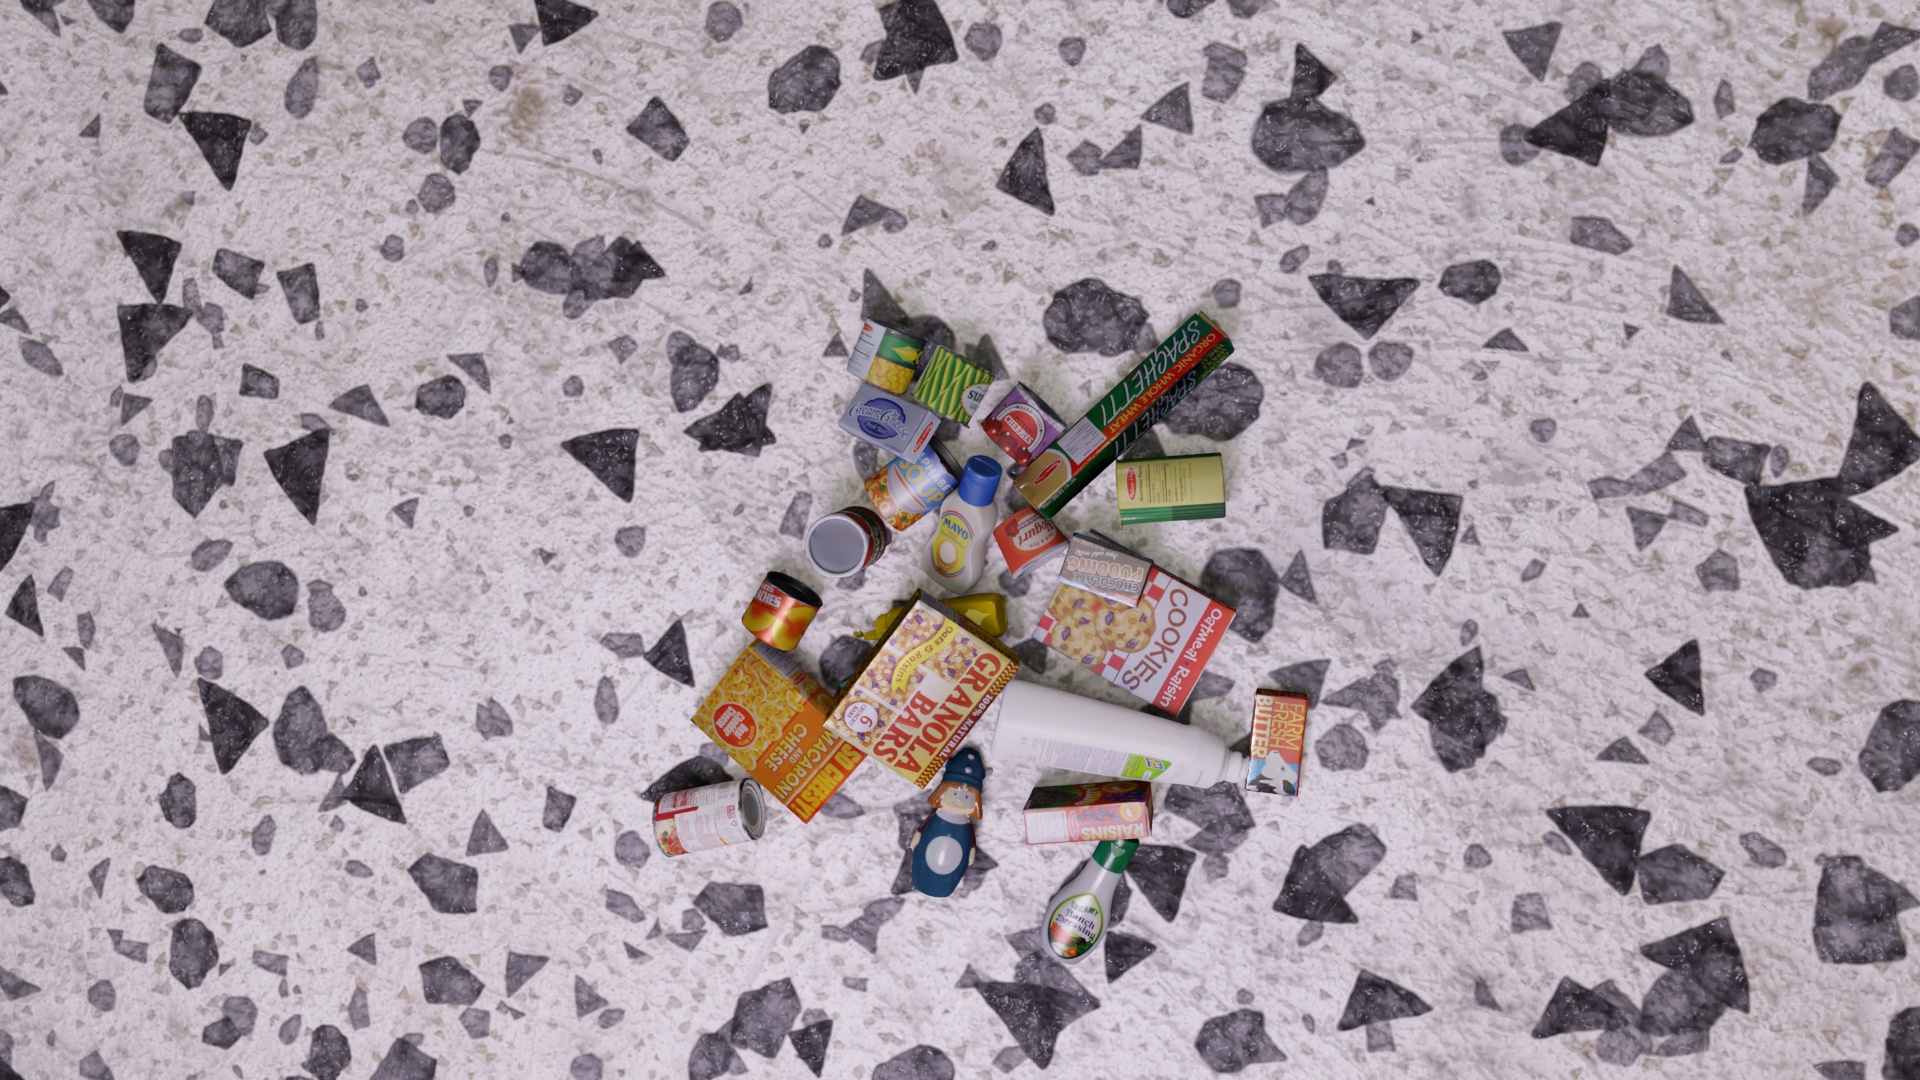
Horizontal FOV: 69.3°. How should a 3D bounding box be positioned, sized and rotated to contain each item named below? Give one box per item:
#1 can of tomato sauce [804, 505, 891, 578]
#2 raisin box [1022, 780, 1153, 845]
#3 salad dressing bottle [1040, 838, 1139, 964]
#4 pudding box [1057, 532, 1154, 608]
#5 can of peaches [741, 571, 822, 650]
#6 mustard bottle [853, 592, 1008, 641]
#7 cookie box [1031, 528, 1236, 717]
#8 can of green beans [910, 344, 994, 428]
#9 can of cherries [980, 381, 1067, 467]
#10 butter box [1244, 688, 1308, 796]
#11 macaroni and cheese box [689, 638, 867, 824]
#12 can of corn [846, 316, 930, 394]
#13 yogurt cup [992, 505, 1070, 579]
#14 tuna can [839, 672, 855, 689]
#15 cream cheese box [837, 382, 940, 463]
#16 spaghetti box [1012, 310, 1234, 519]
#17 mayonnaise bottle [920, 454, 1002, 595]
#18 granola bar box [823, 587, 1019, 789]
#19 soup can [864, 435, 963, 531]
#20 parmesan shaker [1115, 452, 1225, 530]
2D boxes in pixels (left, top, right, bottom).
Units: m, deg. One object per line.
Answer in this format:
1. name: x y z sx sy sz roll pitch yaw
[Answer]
1. can of tomato sauce: -0.114 0.002 1.414 0.071 0.083 0.071 1 96 10
2. raisin box: 0.130 0.274 1.398 0.123 0.086 0.040 -6 93 10
3. salad dressing bottle: 0.134 0.363 1.428 0.064 0.044 0.147 27 99 5
4. pudding box: 0.142 0.029 1.359 0.084 0.030 0.049 20 99 9
5. can of peaches: -0.187 0.073 1.440 0.071 0.071 0.058 33 101 5
6. mustard bottle: -0.033 0.088 1.421 0.160 0.065 0.048 -10 94 16
7. cookie box: 0.174 0.083 1.395 0.167 0.040 0.122 29 99 7
8. can of green beans: -0.007 -0.155 1.388 0.071 0.071 0.057 31 100 5
9. can of cherries: 0.062 -0.115 1.378 0.071 0.071 0.058 44 101 3
10. butter box: 0.316 0.202 1.390 0.053 0.024 0.103 6 97 10
11. macaroni and cheese box: -0.183 0.197 1.453 0.166 0.040 0.123 42 117 3
12. can of corn: -0.072 -0.185 1.398 0.071 0.071 0.058 24 100 6
13. yogurt cup: 0.069 0.000 1.393 0.072 0.072 0.054 -34 82 11
14. tuna can: -0.092 0.147 1.434 0.071 0.071 0.033 -28 90 11
15. cream cheese box: -0.073 -0.118 1.393 0.104 0.024 0.053 27 83 39
16. spaghetti box: 0.159 -0.122 1.357 0.250 0.028 0.050 -42 49 5
17. mayonnaise bottle: 0.005 -0.017 1.379 0.065 0.041 0.147 35 131 20
18. granola bar box: -0.038 0.147 1.373 0.124 0.039 0.165 34 105 -10
19. soup can: -0.046 -0.058 1.402 0.083 0.071 0.071 -37 89 12
20. parmesan shaker: 0.206 -0.048 1.362 0.103 0.071 0.071 -3 95 9
